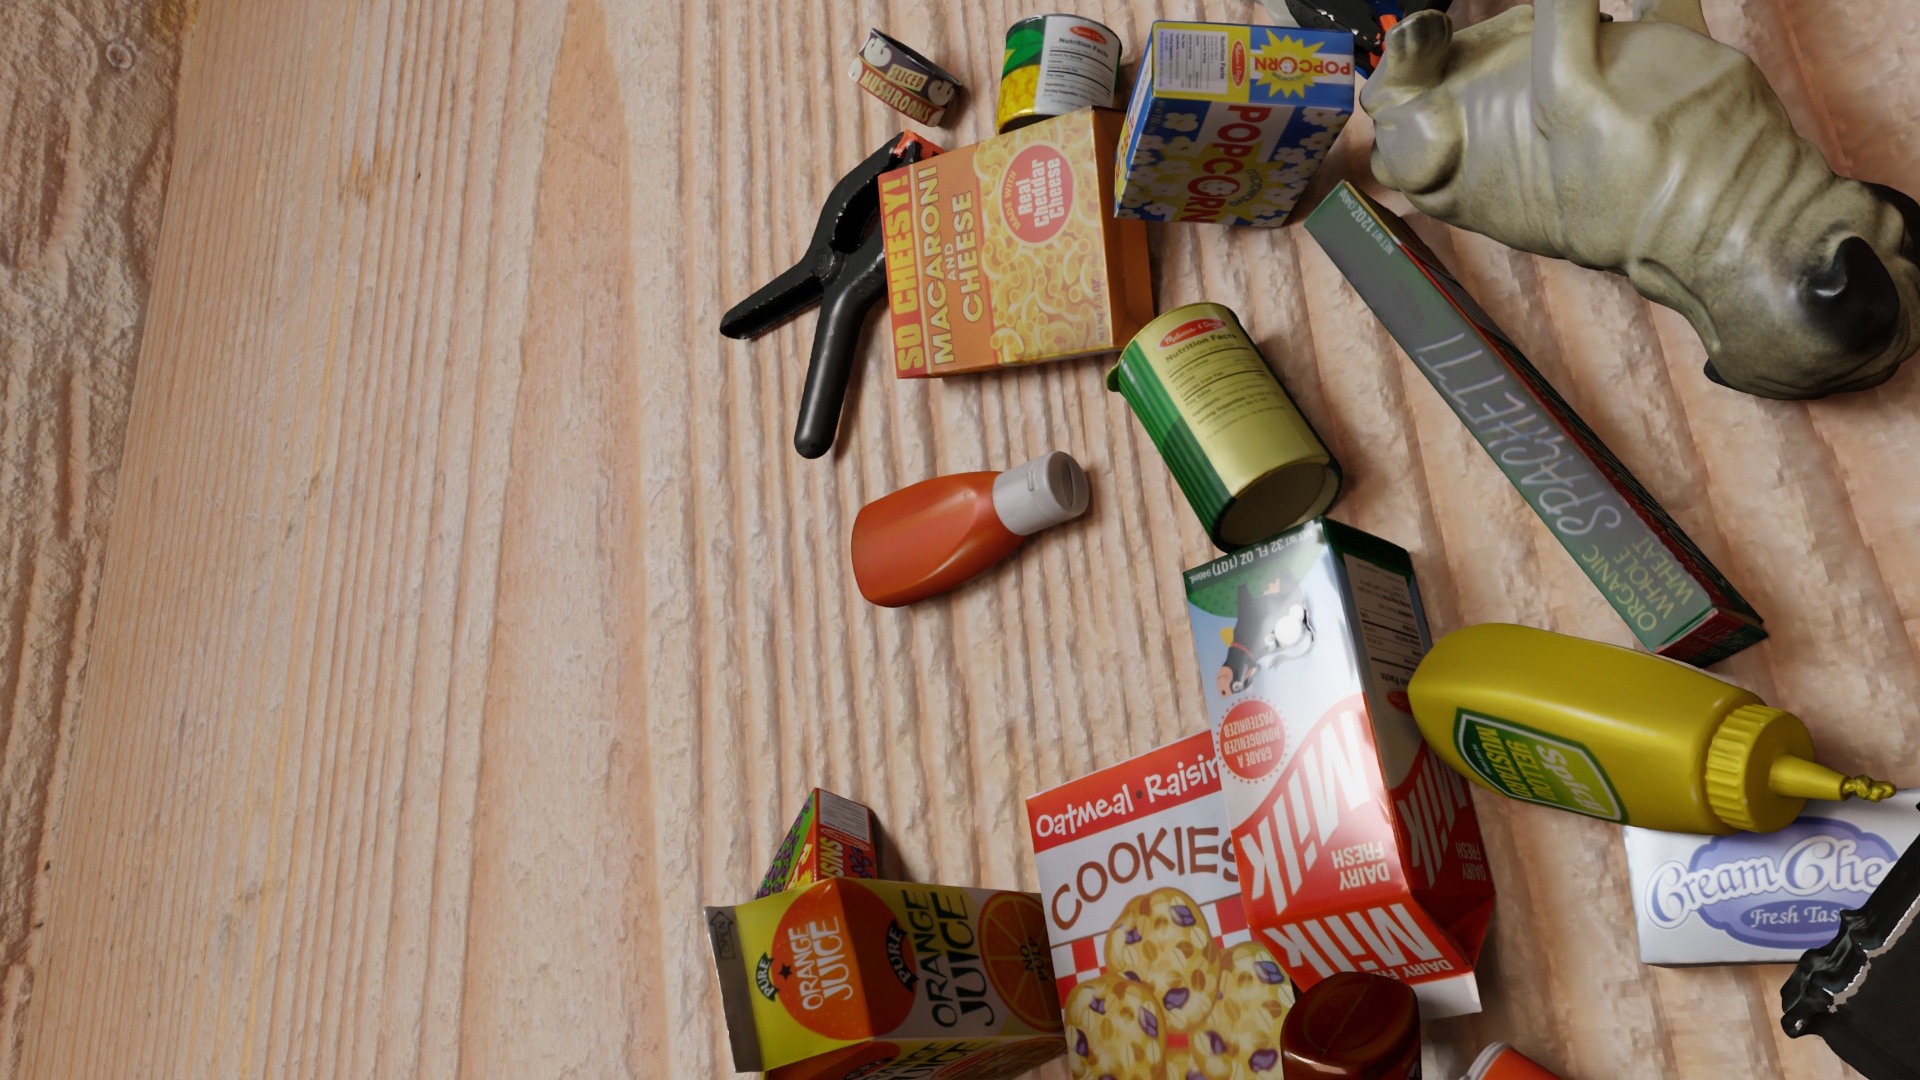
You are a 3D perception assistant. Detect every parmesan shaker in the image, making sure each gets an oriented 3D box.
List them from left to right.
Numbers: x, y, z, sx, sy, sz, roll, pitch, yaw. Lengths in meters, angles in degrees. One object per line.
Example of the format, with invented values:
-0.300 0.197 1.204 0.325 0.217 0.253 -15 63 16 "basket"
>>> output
0.120 -0.050 0.641 0.071 0.071 0.103 -45 50 27 "parmesan shaker"

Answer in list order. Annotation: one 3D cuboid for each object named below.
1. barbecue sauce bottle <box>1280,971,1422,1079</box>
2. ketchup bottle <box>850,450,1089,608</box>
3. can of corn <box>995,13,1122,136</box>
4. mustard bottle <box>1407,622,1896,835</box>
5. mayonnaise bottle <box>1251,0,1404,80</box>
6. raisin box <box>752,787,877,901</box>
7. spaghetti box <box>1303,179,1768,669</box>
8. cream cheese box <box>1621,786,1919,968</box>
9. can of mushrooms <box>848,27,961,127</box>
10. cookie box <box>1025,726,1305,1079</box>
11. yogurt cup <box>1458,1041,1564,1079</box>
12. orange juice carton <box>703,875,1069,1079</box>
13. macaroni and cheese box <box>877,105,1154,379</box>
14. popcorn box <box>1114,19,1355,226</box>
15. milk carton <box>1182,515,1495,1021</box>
0.147 0.237 0.502 0.043 0.065 0.148 0 105 36 "barbecue sauce bottle"
0.003 -0.010 0.768 0.148 0.043 0.065 -21 64 40 "ketchup bottle"
0.054 -0.249 0.776 0.071 0.071 0.058 -3 76 46 "can of corn"
0.230 0.068 0.473 0.049 0.065 0.160 -44 23 -19 "mustard bottle"
0.172 -0.277 0.679 0.064 0.041 0.149 -45 50 20 "mayonnaise bottle"
-0.080 0.202 0.750 0.086 0.040 0.124 -60 13 12 "raisin box"
0.219 -0.055 0.555 0.028 0.050 0.251 -48 49 28 "spaghetti box"
0.278 0.113 0.460 0.103 0.024 0.053 -18 64 41 "cream cheese box"
-0.036 -0.292 0.878 0.033 0.071 0.071 -56 45 19 "can of mushrooms"
0.098 0.178 0.614 0.122 0.040 0.168 -29 59 37 "cookie box"
0.200 0.217 0.480 0.054 0.072 0.072 18 91 39 "yogurt cup"
-0.031 0.202 0.626 0.072 0.193 0.072 -39 52 30 "orange juice carton"
0.027 -0.158 0.770 0.166 0.040 0.123 -2 94 46 "macaroni and cheese box"
0.119 -0.185 0.628 0.126 0.085 0.038 97 176 -80 "popcorn box"
0.153 0.095 0.558 0.072 0.073 0.191 -27 60 38 "milk carton"
